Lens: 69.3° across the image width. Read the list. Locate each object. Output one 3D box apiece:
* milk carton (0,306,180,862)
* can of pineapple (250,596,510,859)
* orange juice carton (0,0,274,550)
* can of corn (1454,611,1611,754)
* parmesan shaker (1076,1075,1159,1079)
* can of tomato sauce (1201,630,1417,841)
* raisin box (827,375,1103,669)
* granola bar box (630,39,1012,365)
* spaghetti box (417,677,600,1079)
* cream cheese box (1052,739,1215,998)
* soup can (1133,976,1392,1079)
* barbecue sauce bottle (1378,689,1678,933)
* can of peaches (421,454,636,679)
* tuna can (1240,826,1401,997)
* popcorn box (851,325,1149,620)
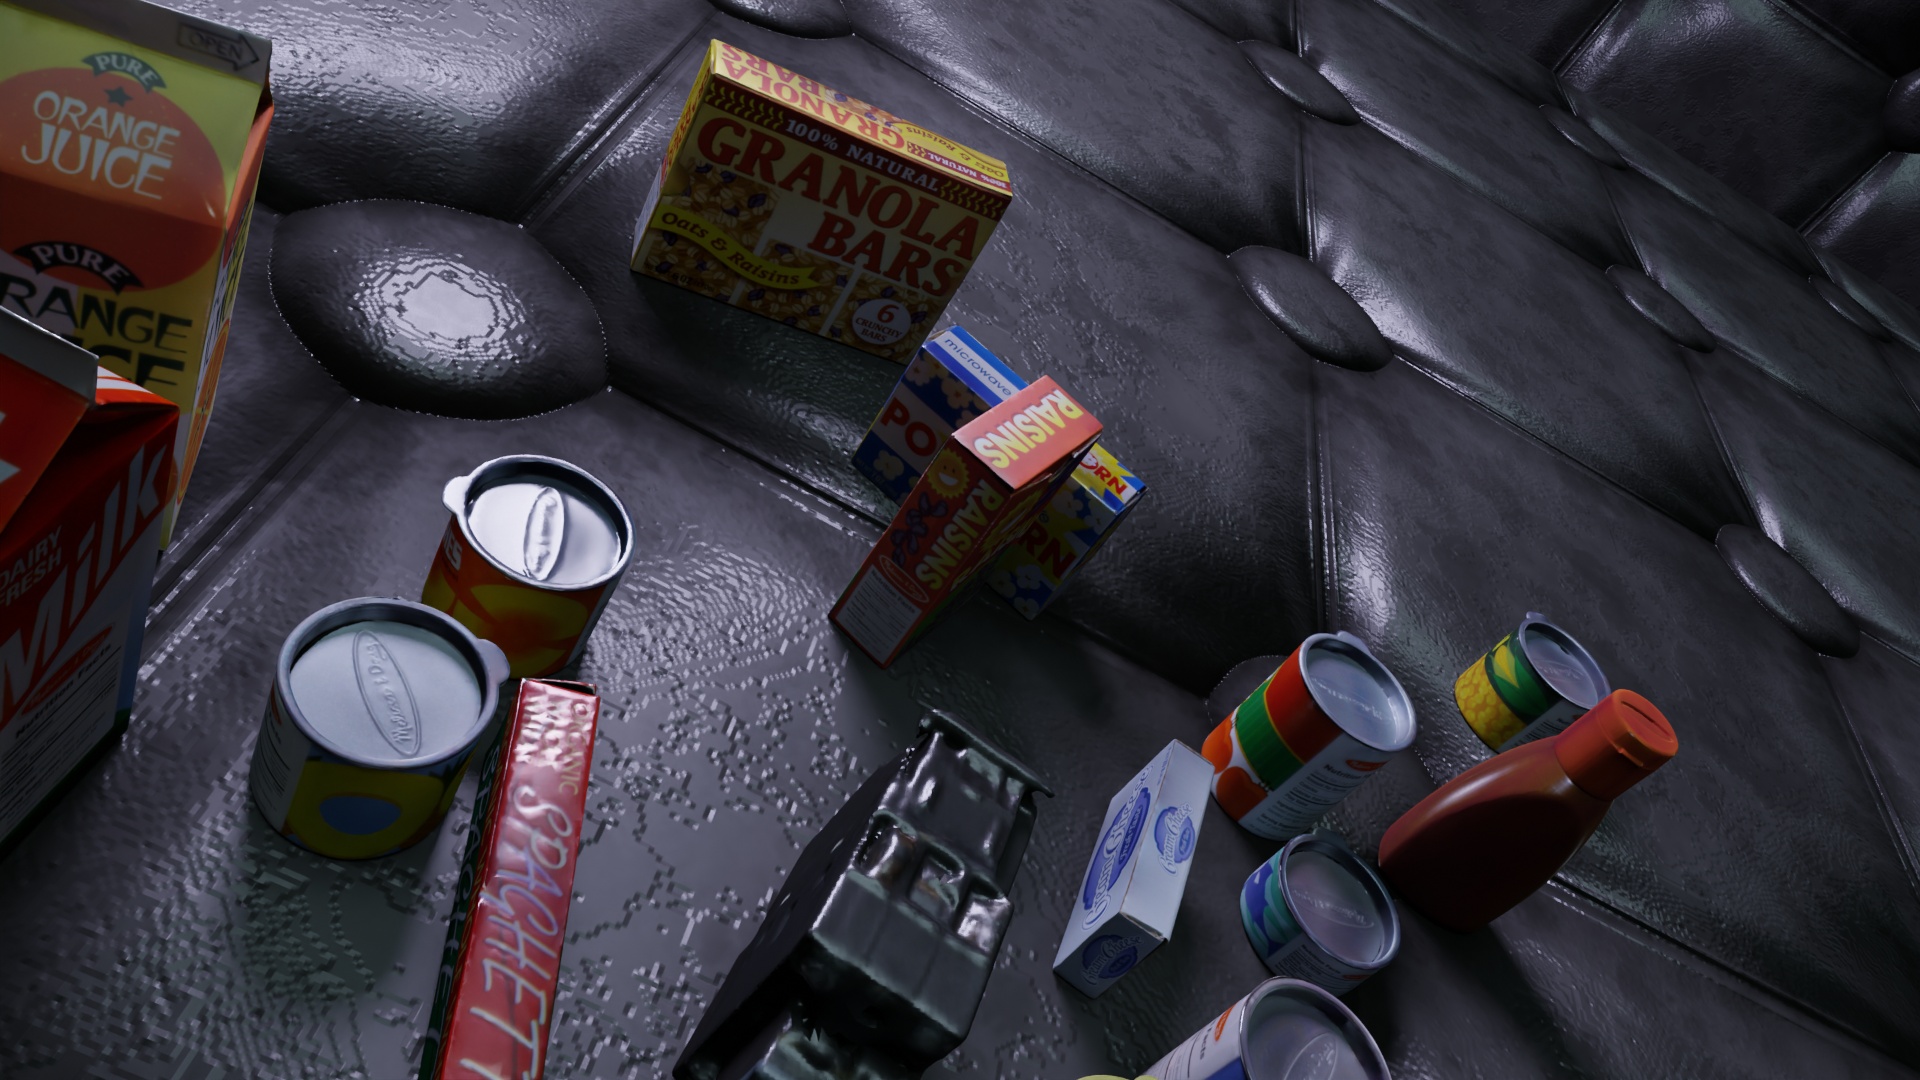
[{"bbox_3d":[-0.260,0.004,0.354,0.072,0.189,0.074,29,38,-8],"label":"milk carton"},{"bbox_3d":[-0.190,0.062,0.454,0.071,0.057,0.071,21,40,-19],"label":"can of pineapple"},{"bbox_3d":[-0.272,-0.089,0.441,0.072,0.191,0.073,15,43,-25],"label":"orange juice carton"},{"bbox_3d":[0.337,0.087,0.824,0.071,0.058,0.071,21,40,-19],"label":"can of corn"},{"bbox_3d":[0.025,0.214,0.421,0.071,0.102,0.072,21,40,-19],"label":"parmesan shaker"},{"bbox_3d":[0.165,0.094,0.668,0.071,0.082,0.071,21,40,-19],"label":"can of tomato sauce"},{"bbox_3d":[0.002,-0.008,0.619,0.040,0.122,0.086,43,38,9],"label":"raisin box"},{"bbox_3d":[-0.074,-0.171,0.731,0.165,0.123,0.039,17,42,-23],"label":"granola bar box"},{"bbox_3d":[-0.139,0.151,0.406,0.029,0.050,0.251,18,41,-22],"label":"spaghetti box"},{"bbox_3d":[0.074,0.135,0.579,0.024,0.053,0.104,34,38,-2],"label":"cream cheese box"},{"bbox_3d":[0.106,0.210,0.502,0.071,0.083,0.072,21,40,-19],"label":"soup can"},{"bbox_3d":[0.269,0.127,0.658,0.065,0.147,0.044,37,38,1],"label":"barbecue sauce bottle"},{"bbox_3d":[-0.166,0.010,0.526,0.071,0.057,0.071,21,40,-19],"label":"can of peaches"},{"bbox_3d":[0.162,0.168,0.629,0.071,0.032,0.071,21,40,-19],"label":"tuna can"},{"bbox_3d":[0.017,-0.033,0.687,0.127,0.084,0.038,42,38,7],"label":"popcorn box"}]
